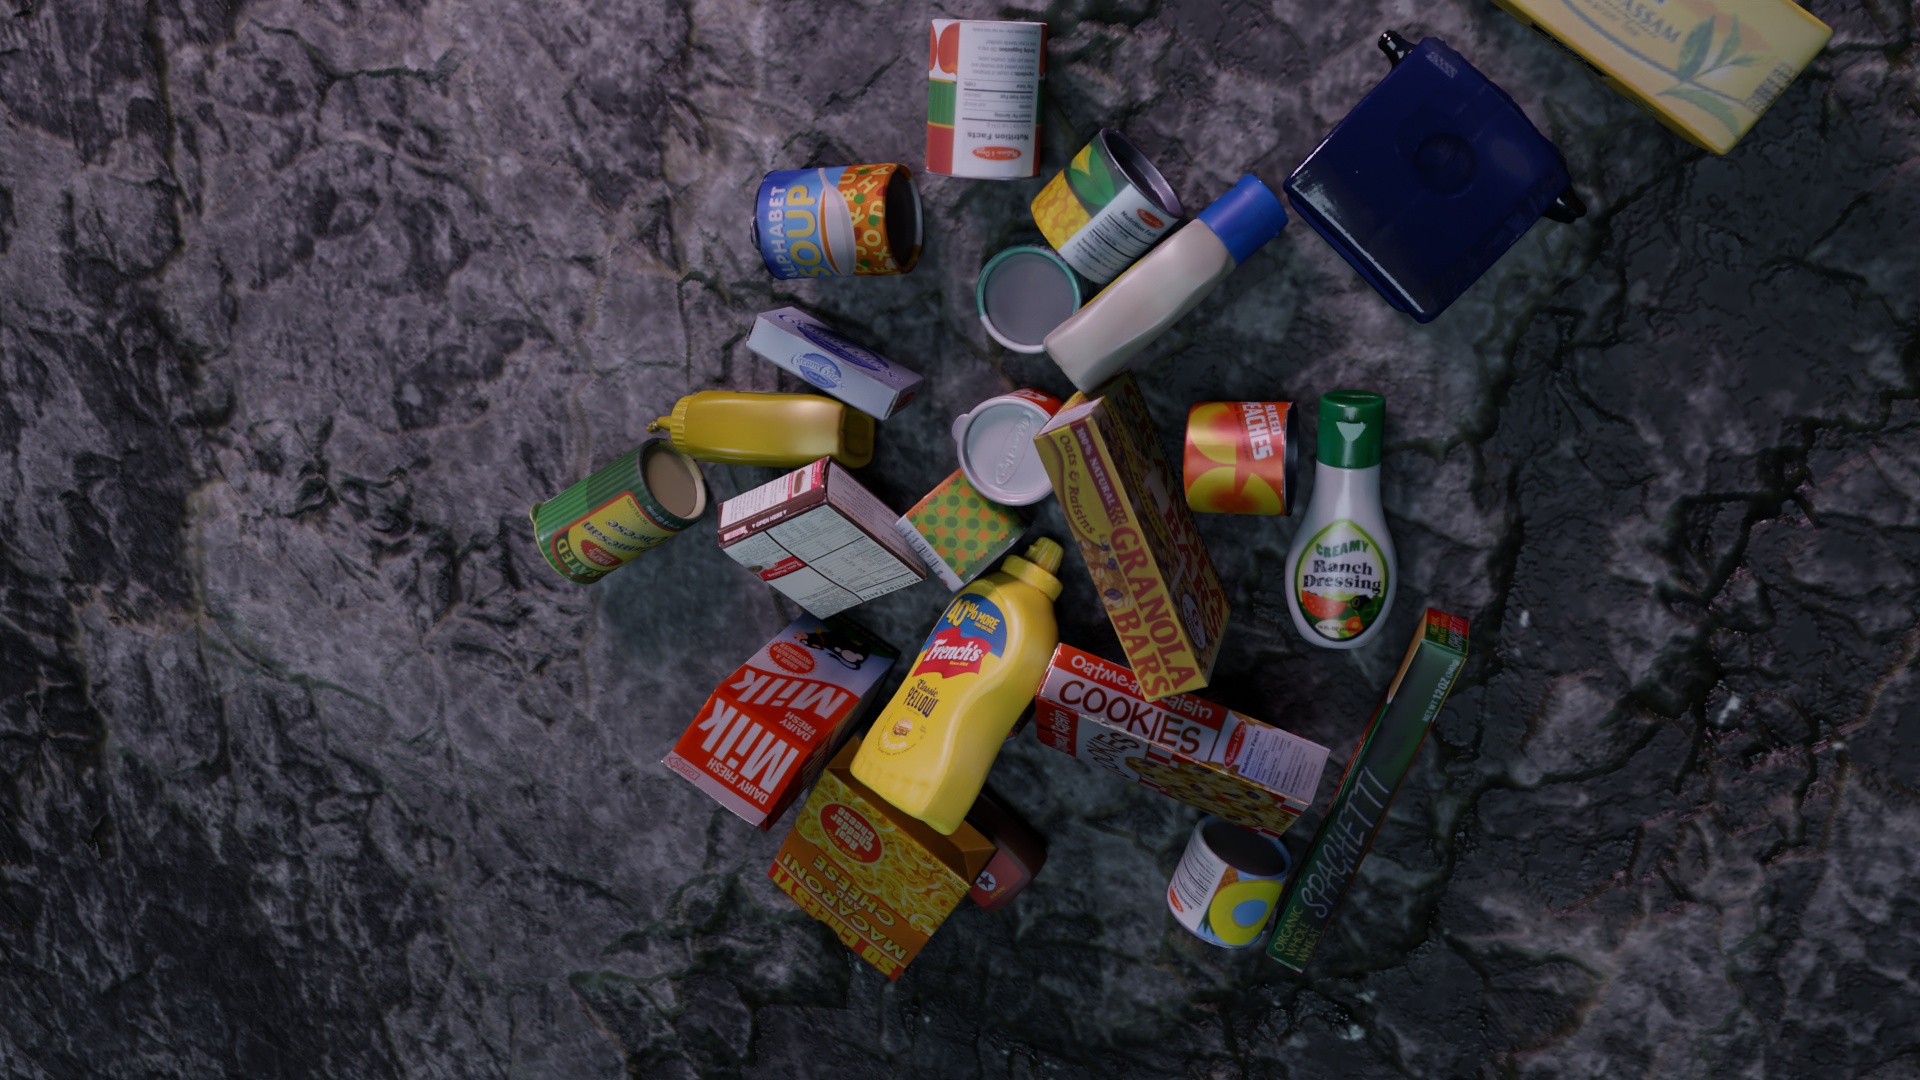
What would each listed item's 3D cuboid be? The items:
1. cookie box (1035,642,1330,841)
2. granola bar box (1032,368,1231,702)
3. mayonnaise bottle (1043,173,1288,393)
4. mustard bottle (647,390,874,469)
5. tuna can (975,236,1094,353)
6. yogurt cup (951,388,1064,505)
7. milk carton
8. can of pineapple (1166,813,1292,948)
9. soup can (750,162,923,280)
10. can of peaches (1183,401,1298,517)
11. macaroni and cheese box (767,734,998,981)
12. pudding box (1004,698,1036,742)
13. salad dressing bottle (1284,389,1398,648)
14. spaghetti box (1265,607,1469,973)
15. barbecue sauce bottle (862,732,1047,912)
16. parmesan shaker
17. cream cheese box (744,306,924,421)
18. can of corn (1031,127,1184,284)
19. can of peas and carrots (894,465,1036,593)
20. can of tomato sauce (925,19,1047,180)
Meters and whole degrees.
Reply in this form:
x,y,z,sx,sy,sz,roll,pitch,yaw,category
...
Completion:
x,y,z,sx,sy,sz,roll,pitch,yaw,category
0.129,0.126,0.851,0.167,0.122,0.040,21,72,11,cookie box
0.103,-0.006,0.806,0.039,0.125,0.165,-20,101,22,granola bar box
0.114,-0.143,0.777,0.148,0.065,0.041,-40,88,8,mayonnaise bottle
-0.137,-0.073,0.903,0.160,0.065,0.049,5,89,21,mustard bottle
0.045,-0.148,0.827,0.071,0.033,0.070,7,112,18,tuna can
0.038,-0.061,0.850,0.072,0.054,0.072,7,111,18,yogurt cup
-0.116,0.117,0.893,0.072,0.191,0.073,32,117,6,milk carton
0.175,0.218,0.897,0.071,0.071,0.057,23,115,11,can of pineapple
-0.073,-0.190,0.833,0.084,0.071,0.071,1,110,19,soup can
0.162,-0.049,0.801,0.058,0.071,0.071,3,110,20,can of peaches
-0.060,0.225,0.965,0.124,0.040,0.165,37,136,8,macaroni and cheese box
0.005,0.123,0.932,0.083,0.050,0.030,-23,99,26,pudding box
0.223,-0.012,0.806,0.064,0.044,0.147,3,110,14,salad dressing bottle
0.248,0.158,0.856,0.029,0.050,0.248,24,115,13,spaghetti box
-0.012,0.188,0.965,0.148,0.044,0.064,44,125,1,barbecue sauce bottle
-0.235,-0.021,0.954,0.103,0.071,0.071,-27,98,26,parmesan shaker
-0.079,-0.112,0.874,0.104,0.053,0.024,29,111,8,cream cheese box
0.082,-0.189,0.783,0.058,0.071,0.071,-41,92,28,can of corn
0.003,-0.011,0.876,0.070,0.071,0.058,-41,92,27,can of peas and carrots
0.014,-0.250,0.785,0.071,0.071,0.082,9,112,17,can of tomato sauce
